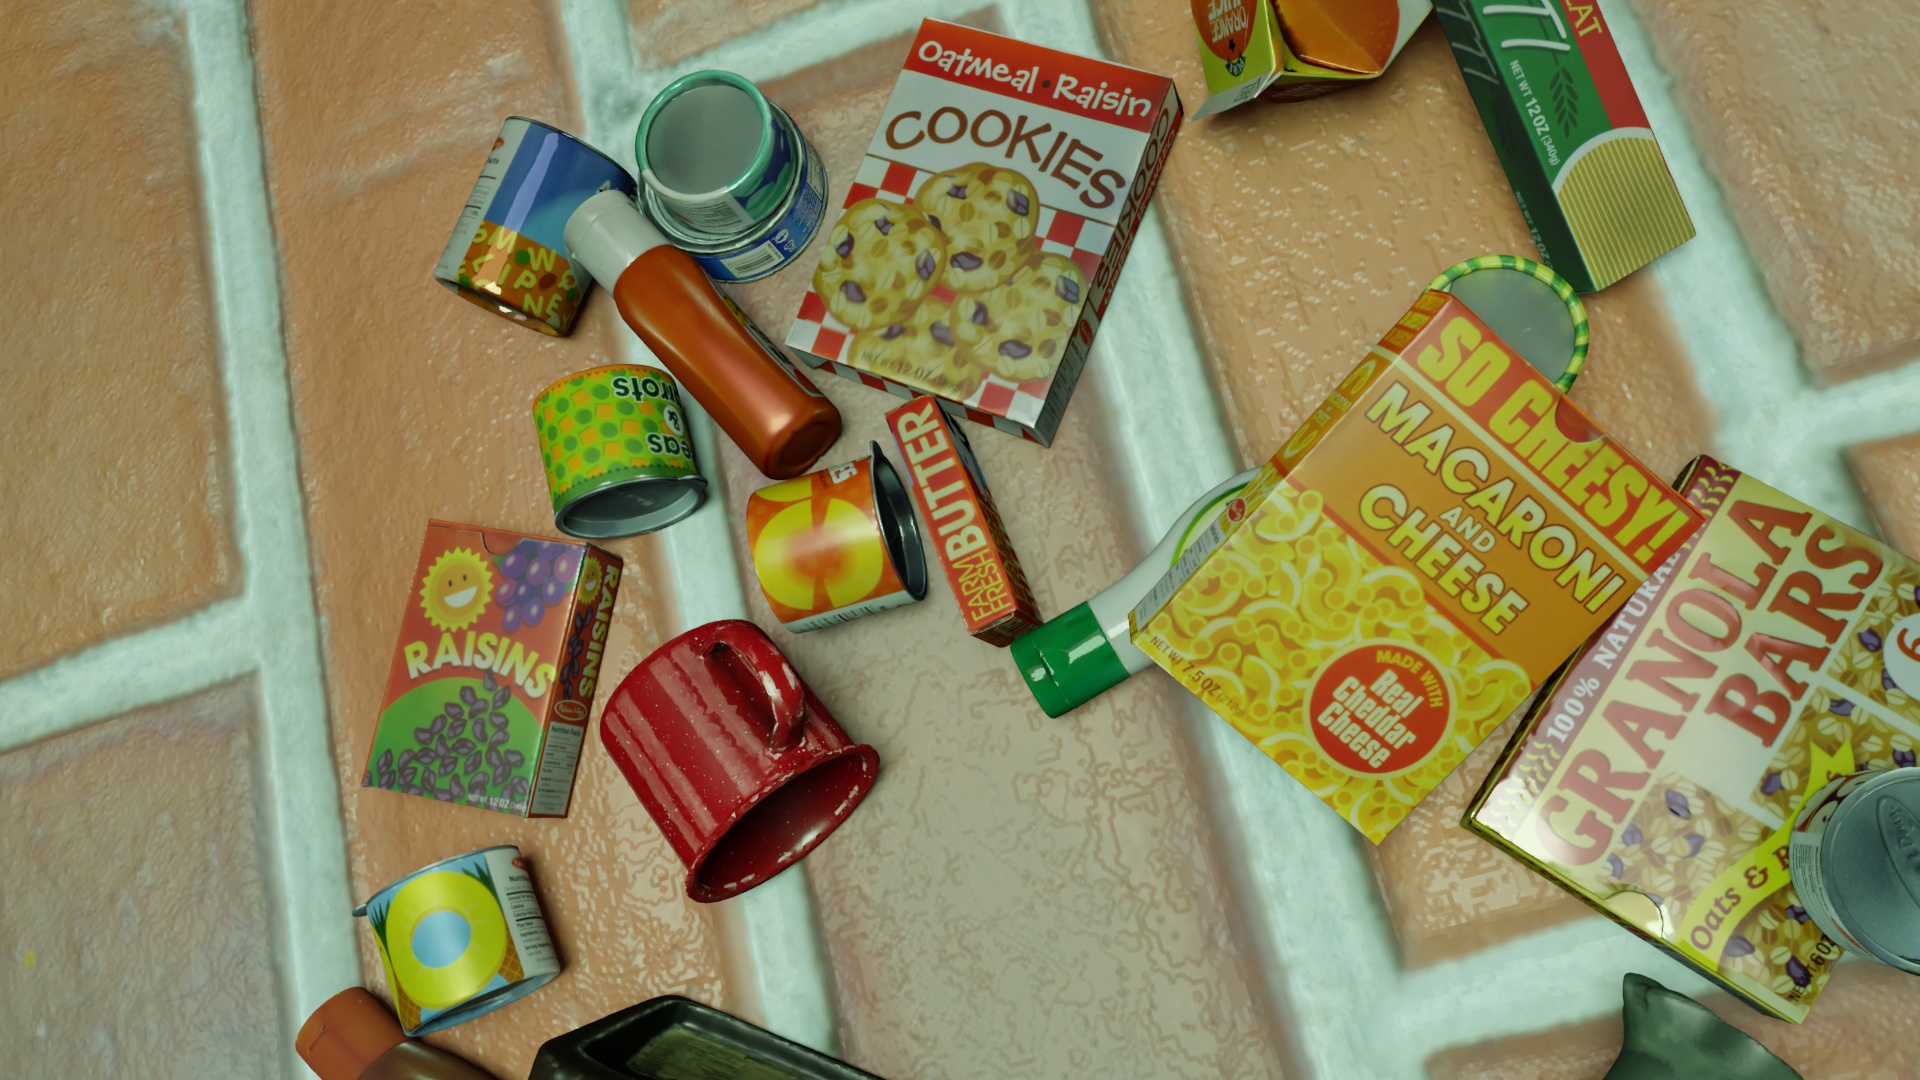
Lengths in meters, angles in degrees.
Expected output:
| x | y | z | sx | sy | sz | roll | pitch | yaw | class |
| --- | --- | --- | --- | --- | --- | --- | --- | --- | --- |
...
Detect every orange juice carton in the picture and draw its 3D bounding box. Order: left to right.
| x | y | z | sx | sy | sz | roll | pitch | yaw | class |
| --- | --- | --- | --- | --- | --- | --- | --- | --- | --- |
| 0.166 | -0.254 | 0.581 | 0.073 | 0.072 | 0.193 | 38 | 88 | -16 | orange juice carton |

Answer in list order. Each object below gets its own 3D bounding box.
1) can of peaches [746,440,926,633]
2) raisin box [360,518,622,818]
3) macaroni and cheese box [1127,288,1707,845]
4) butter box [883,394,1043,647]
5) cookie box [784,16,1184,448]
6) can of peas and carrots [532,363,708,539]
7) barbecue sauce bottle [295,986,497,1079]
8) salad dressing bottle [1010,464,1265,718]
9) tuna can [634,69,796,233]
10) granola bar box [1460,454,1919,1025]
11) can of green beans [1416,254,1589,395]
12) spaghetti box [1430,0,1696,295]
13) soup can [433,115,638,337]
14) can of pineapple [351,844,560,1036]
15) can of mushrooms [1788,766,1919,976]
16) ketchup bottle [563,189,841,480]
| x | y | z | sx | sy | sz | roll | pitch | yaw | class |
| --- | --- | --- | --- | --- | --- | --- | --- | --- | --- |
| -0.053 | -0.001 | 0.591 | 0.058 | 0.071 | 0.071 | -17 | 74 | 10 | can of peaches |
| -0.212 | 0.058 | 0.631 | 0.086 | 0.040 | 0.123 | 7 | 78 | 16 | raisin box |
| 0.163 | 0.011 | 0.510 | 0.123 | 0.040 | 0.166 | 39 | 103 | -5 | macaroni and cheese box |
| 0.002 | -0.007 | 0.587 | 0.024 | 0.053 | 0.104 | -25 | 73 | 9 | butter box |
| 0.012 | -0.140 | 0.623 | 0.123 | 0.040 | 0.167 | 20 | 84 | 17 | cookie box |
| -0.152 | -0.040 | 0.624 | 0.071 | 0.071 | 0.059 | -20 | 73 | 9 | can of peas and carrots |
| -0.220 | 0.250 | 0.586 | 0.149 | 0.043 | 0.065 | 35 | 87 | 19 | barbecue sauce bottle |
| 0.092 | 0.022 | 0.563 | 0.147 | 0.044 | 0.064 | -30 | 78 | 5 | salad dressing bottle |
| -0.109 | -0.178 | 0.627 | 0.071 | 0.033 | 0.071 | -3 | 77 | 13 | tuna can |
| 0.284 | 0.069 | 0.509 | 0.124 | 0.039 | 0.165 | 32 | 87 | 18 | granola bar box |
| 0.209 | -0.072 | 0.550 | 0.071 | 0.057 | 0.071 | -3 | 77 | 13 | can of green beans |
| 0.210 | -0.216 | 0.538 | 0.050 | 0.029 | 0.249 | -29 | 100 | -6 | spaghetti box |
| -0.200 | -0.147 | 0.663 | 0.071 | 0.071 | 0.084 | 21 | 84 | 17 | soup can |
| -0.213 | 0.171 | 0.590 | 0.071 | 0.071 | 0.058 | -28 | 73 | 6 | can of pineapple |
| 0.315 | 0.107 | 0.455 | 0.071 | 0.033 | 0.071 | -2 | 79 | 11 | can of mushrooms |
| -0.117 | -0.093 | 0.620 | 0.043 | 0.064 | 0.149 | -43 | 80 | -2 | ketchup bottle |
